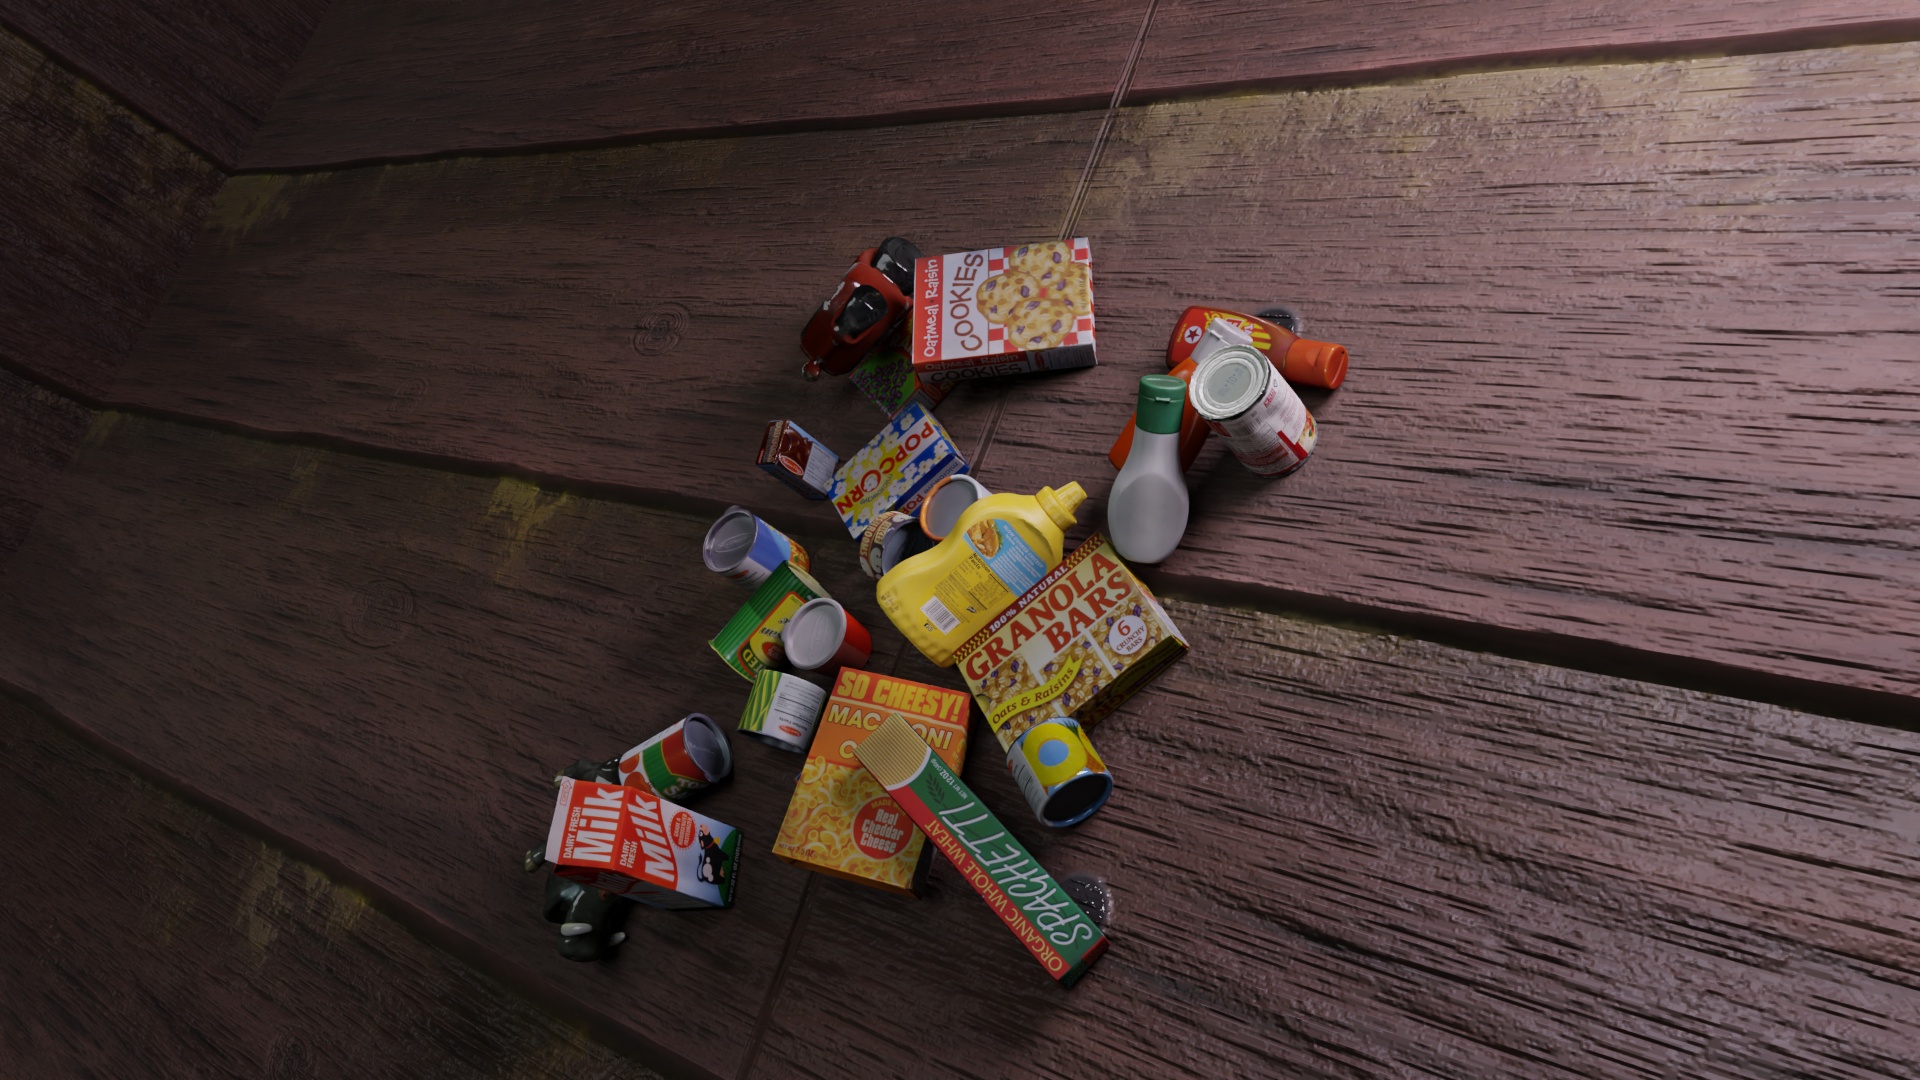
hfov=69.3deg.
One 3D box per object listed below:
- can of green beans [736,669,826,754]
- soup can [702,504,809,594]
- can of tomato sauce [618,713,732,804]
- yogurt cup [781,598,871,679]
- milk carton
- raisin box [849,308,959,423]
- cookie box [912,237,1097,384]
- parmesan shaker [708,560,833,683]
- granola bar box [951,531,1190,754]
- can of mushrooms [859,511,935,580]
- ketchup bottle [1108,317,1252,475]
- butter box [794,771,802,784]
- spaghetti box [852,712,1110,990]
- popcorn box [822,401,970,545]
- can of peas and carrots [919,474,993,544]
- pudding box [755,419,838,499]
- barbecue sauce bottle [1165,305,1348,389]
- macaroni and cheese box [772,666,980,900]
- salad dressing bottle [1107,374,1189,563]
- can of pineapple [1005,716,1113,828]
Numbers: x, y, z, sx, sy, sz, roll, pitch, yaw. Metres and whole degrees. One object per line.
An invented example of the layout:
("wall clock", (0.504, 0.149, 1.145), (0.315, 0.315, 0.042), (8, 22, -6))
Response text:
("can of green beans", (-0.160, 0.154, 1.250), (0.071, 0.071, 0.058), (4, 68, 37))
("soup can", (-0.196, 0.014, 1.341), (0.071, 0.083, 0.071), (-17, 57, 28))
("can of tomato sauce", (-0.265, 0.210, 1.295), (0.083, 0.071, 0.071), (-30, 52, 20))
("yogurt cup", (-0.117, 0.093, 1.261), (0.072, 0.054, 0.073), (-17, 57, 28))
("milk carton", (-0.278, 0.262, 1.190), (0.073, 0.190, 0.072), (-12, 60, 31))
("raisin box", (-0.040, -0.177, 1.365), (0.123, 0.040, 0.086), (-46, 47, 5))
("cookie box", (0.040, -0.213, 1.294), (0.167, 0.040, 0.123), (-5, 61, 10))
("parmesan shaker", (-0.176, 0.076, 1.301), (0.103, 0.071, 0.071), (-49, 48, 3))
("granola bar box", (0.085, 0.090, 1.128), (0.165, 0.039, 0.125), (-40, 49, 10))
("can of mushrooms", (-0.058, 0.007, 1.255), (0.033, 0.071, 0.071), (19, 78, 42))
("ketchup bottle", (0.183, -0.110, 1.136), (0.065, 0.043, 0.148), (46, 115, 34))
("butter box", (-0.099, 0.225, 1.194), (0.053, 0.024, 0.104), (-45, 48, 5))
("spaghetti box", (0.012, 0.233, 1.066), (0.050, 0.028, 0.251), (-42, 61, -9))
("popcorn box", (-0.061, -0.060, 1.316), (0.126, 0.038, 0.085), (-42, 49, 10))
("can of peas and carrots", (0.004, -0.015, 1.231), (0.071, 0.058, 0.071), (-17, 56, 28))
("pudding box", (-0.159, -0.079, 1.366), (0.030, 0.083, 0.050), (-1, 66, 36))
("barbecue sauce bottle", (0.245, -0.154, 1.146), (0.148, 0.043, 0.065), (18, 82, 40))
("macaroni and cheese box", (-0.067, 0.197, 1.147), (0.124, 0.040, 0.167), (10, 65, 20))
("salad dressing bottle", (0.153, -0.057, 1.102), (0.064, 0.147, 0.044), (6, 24, 5))
("can of pineapple", (0.078, 0.178, 1.067), (0.071, 0.071, 0.058), (-41, 49, 10))
